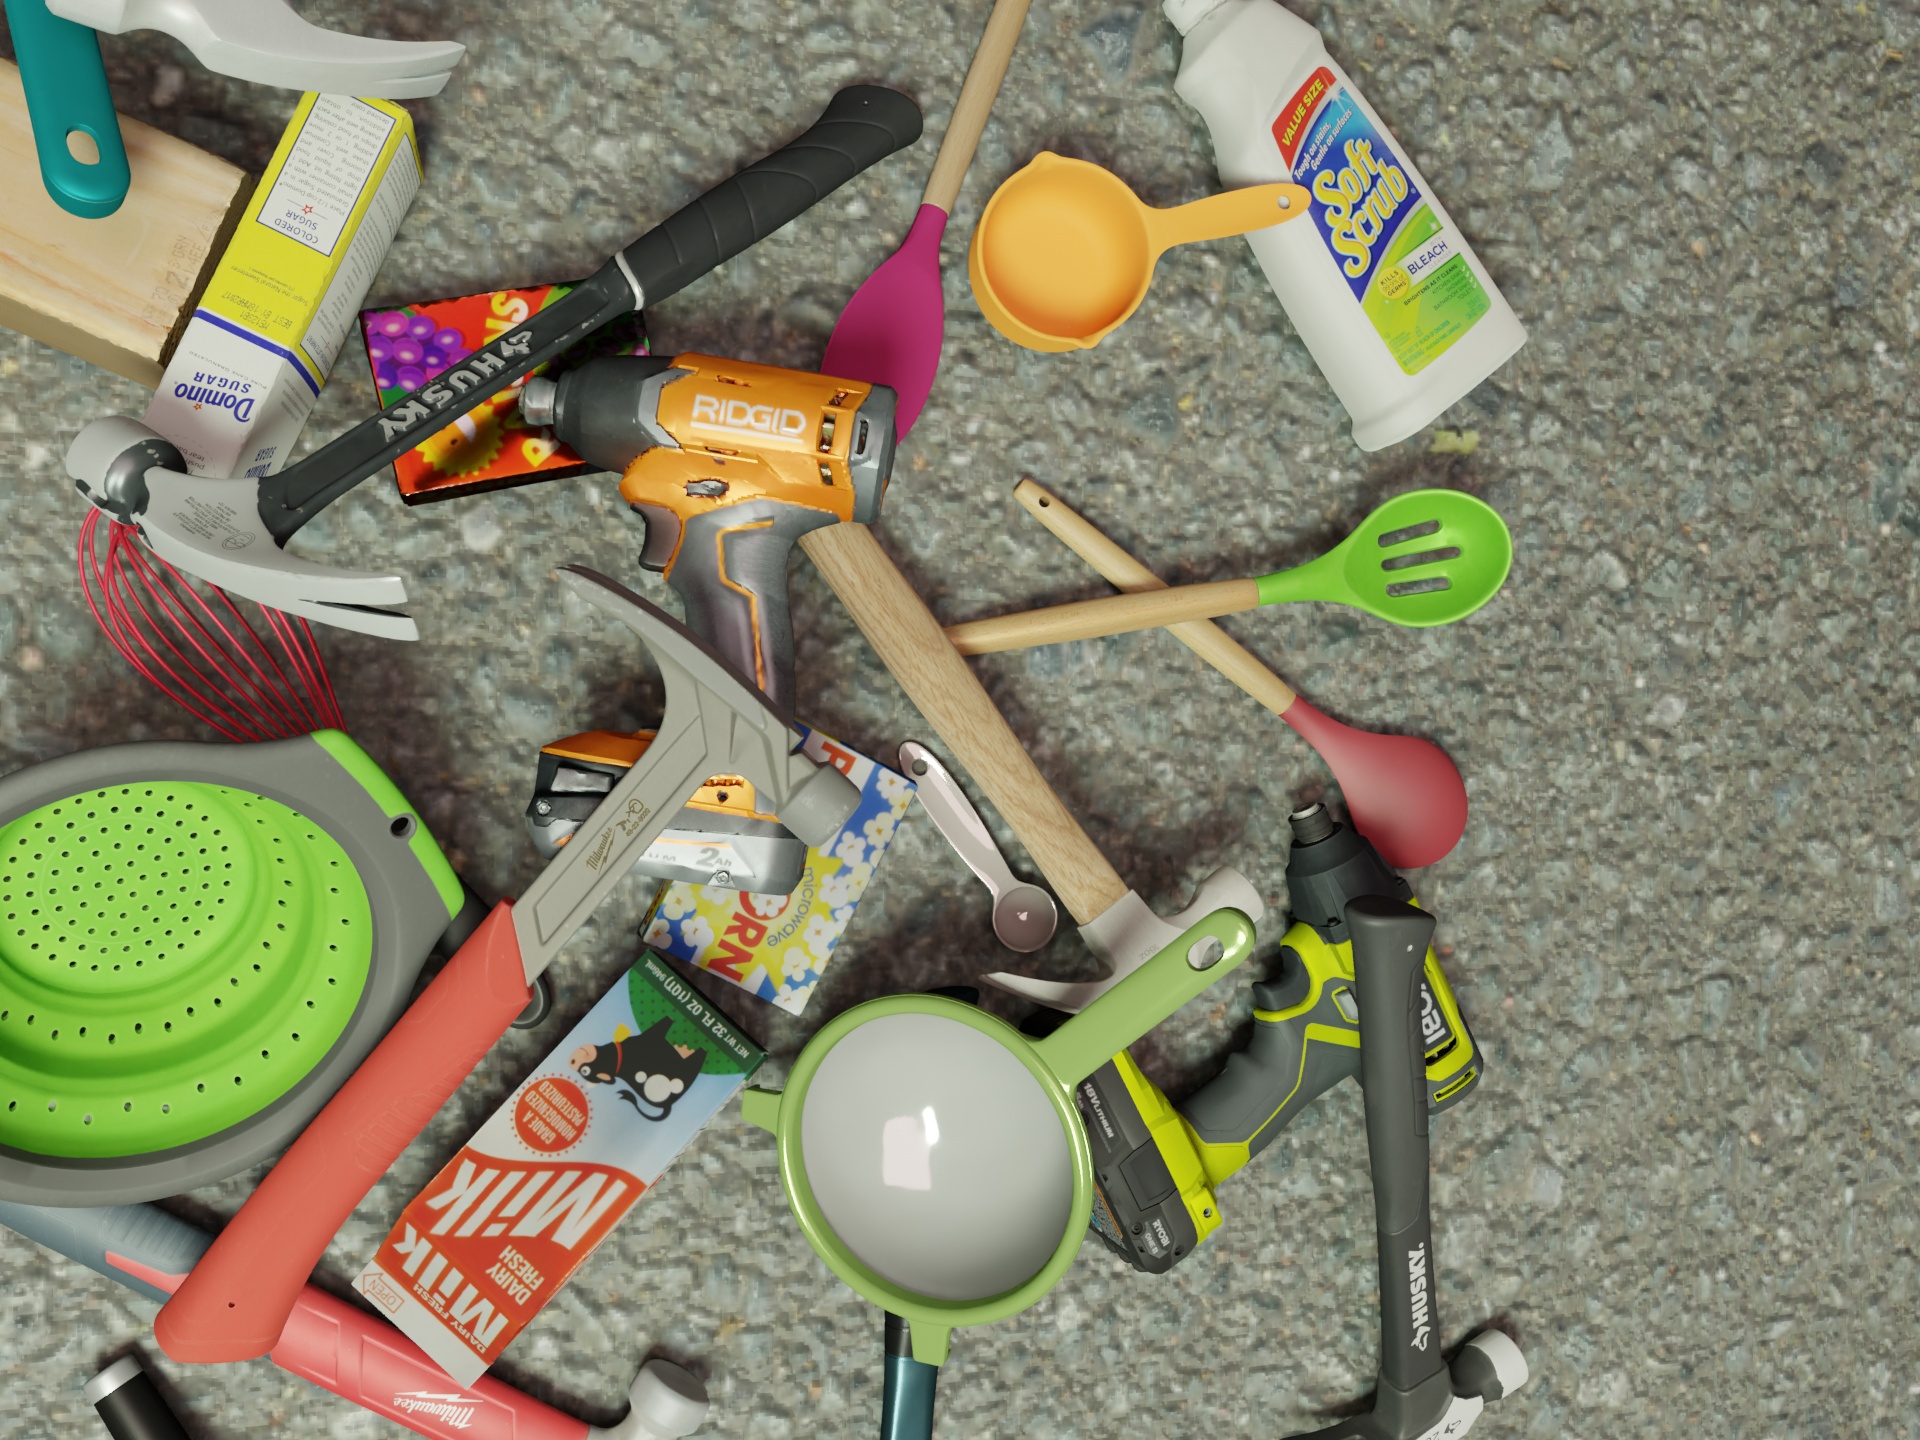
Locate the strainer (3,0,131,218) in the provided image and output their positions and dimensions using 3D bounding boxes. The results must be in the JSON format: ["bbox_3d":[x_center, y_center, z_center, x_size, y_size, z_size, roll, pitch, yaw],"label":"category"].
[{"bbox_3d":[-0.381,-0.336,0.624,0.211,0.095,0.340,-11,80,-38],"label":"strainer"}]

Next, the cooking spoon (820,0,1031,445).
[{"bbox_3d":[-0.004,-0.276,0.791,0.068,0.017,0.319,27,81,-45],"label":"cooking spoon"}]

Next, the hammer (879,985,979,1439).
[{"bbox_3d":[-0.024,0.297,0.783,0.128,0.033,0.331,5,89,-14],"label":"hammer"}]

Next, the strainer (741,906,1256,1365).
[{"bbox_3d":[0.034,0.159,0.712,0.256,0.069,0.151,-41,81,18],"label":"strainer"}]

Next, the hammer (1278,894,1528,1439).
[{"bbox_3d":[0.214,0.235,0.787,0.146,0.035,0.334,-20,115,-22],"label":"hammer"}]

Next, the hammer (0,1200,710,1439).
[{"bbox_3d":[-0.311,0.276,0.703,0.386,0.038,0.143,34,83,-13],"label":"hammer"}]

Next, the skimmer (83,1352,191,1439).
[{"bbox_3d":[-0.270,0.433,0.719,0.127,0.090,0.363,-35,89,-2],"label":"skimmer"}]

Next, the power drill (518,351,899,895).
[{"bbox_3d":[-0.123,-0.048,0.694,0.164,0.084,0.226,9,88,-2],"label":"power drill"}]

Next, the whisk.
[{"bbox_3d":[-0.277,0.024,0.704,0.073,0.073,0.295,-38,106,-12],"label":"whisk"}]

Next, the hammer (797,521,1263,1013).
[{"bbox_3d":[-0.001,-0.002,0.755,0.130,0.031,0.331,-35,87,-20],"label":"hammer"}]

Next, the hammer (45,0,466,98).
[{"bbox_3d":[-0.275,-0.437,0.653,0.144,0.035,0.406,8,70,-36],"label":"hammer"}]

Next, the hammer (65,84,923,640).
[{"bbox_3d":[-0.149,-0.175,0.668,0.149,0.036,0.409,31,55,21],"label":"hammer"}]

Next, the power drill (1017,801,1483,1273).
[{"bbox_3d":[0.145,0.159,0.810,0.223,0.080,0.171,-29,98,-17],"label":"power drill"}]

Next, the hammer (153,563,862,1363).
[{"bbox_3d":[-0.209,0.113,0.640,0.149,0.037,0.359,41,95,-6],"label":"hammer"}]

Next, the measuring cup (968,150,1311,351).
[{"bbox_3d":[0.087,-0.238,0.795,0.173,0.052,0.095,-15,95,-10],"label":"measuring cup"}]

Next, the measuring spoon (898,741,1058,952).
[{"bbox_3d":[0.005,0.063,0.803,0.034,0.018,0.124,-35,92,-14],"label":"measuring spoon"}]

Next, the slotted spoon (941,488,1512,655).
[{"bbox_3d":[0.123,-0.063,0.802,0.313,0.031,0.070,-10,95,-5],"label":"slotted spoon"}]

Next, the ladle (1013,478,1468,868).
[{"bbox_3d":[0.152,-0.025,0.835,0.315,0.031,0.069,37,82,-11],"label":"ladle"}]

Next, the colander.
[{"bbox_3d":[-0.399,0.131,0.623,0.397,0.095,0.204,-35,128,-16],"label":"colander"}]
